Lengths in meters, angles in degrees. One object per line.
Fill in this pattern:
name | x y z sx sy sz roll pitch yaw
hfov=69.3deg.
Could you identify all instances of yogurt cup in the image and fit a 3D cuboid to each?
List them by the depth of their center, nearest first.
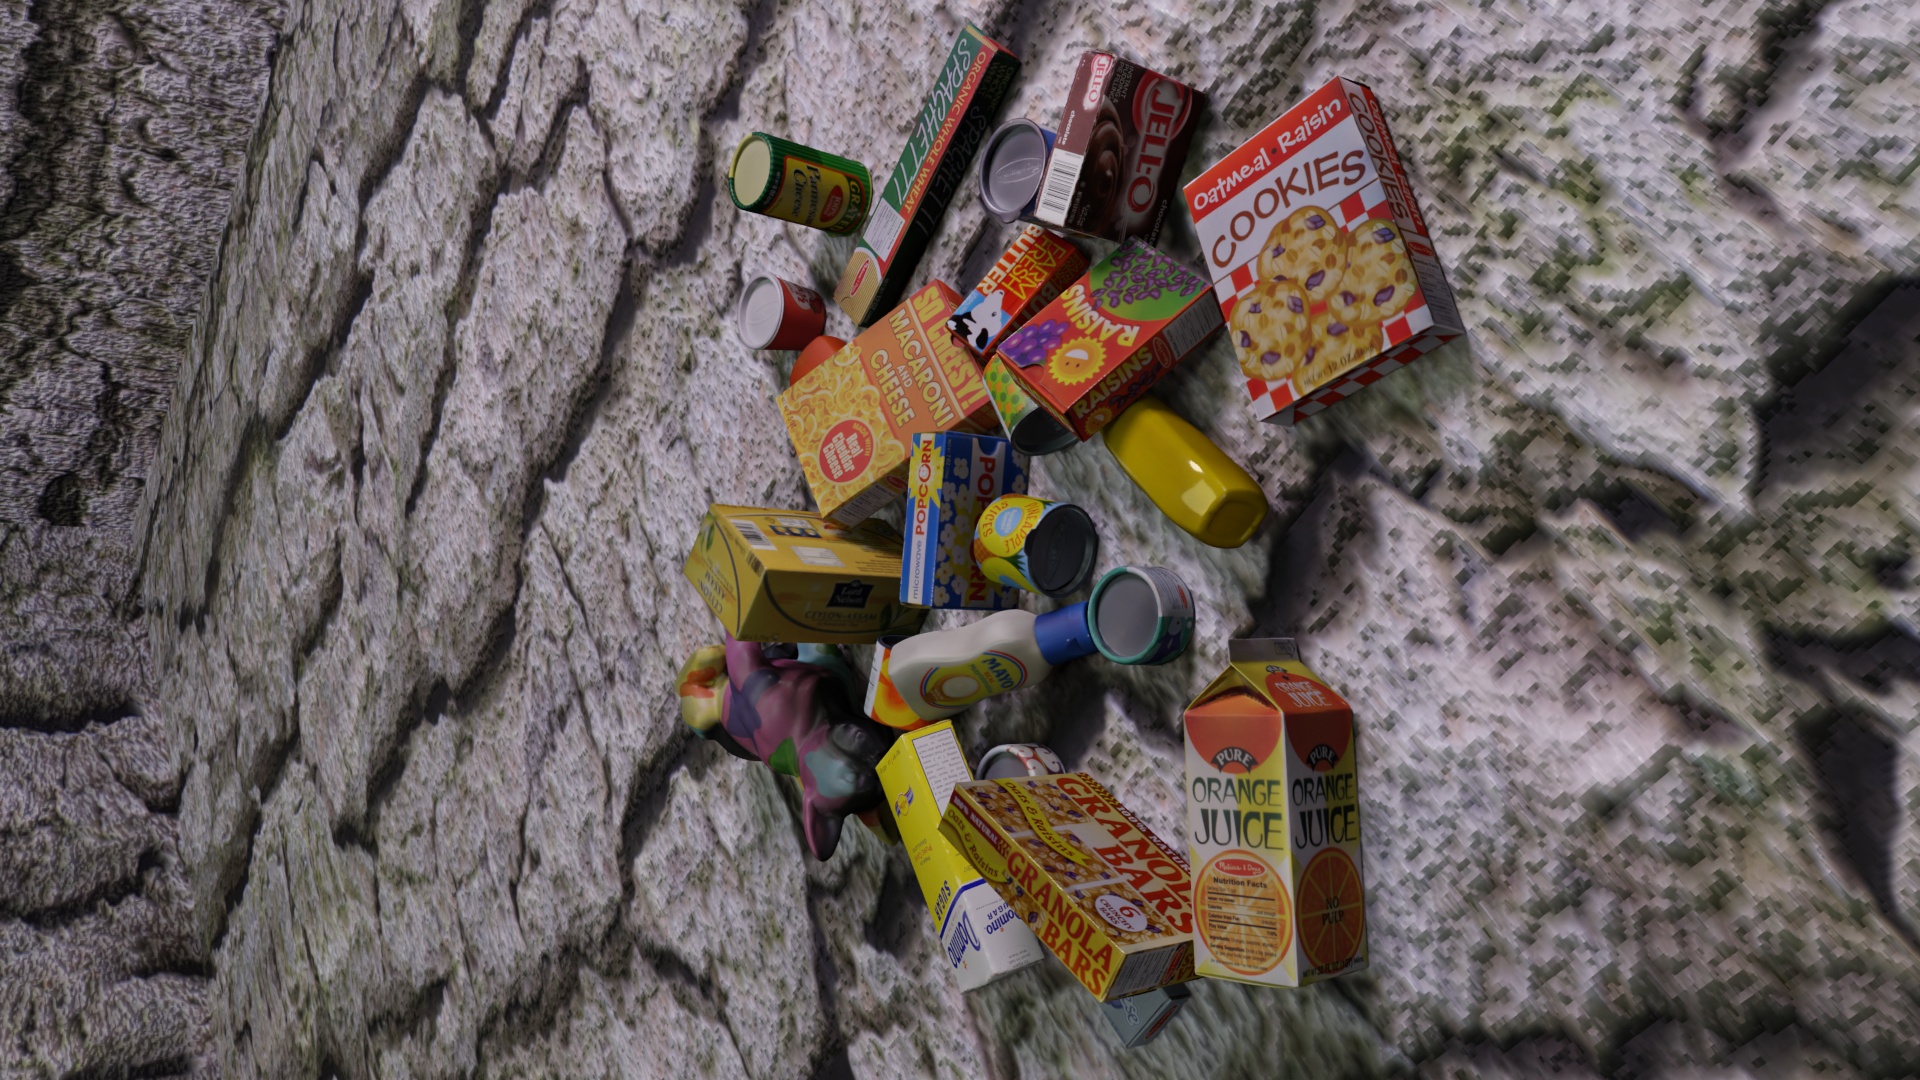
yogurt cup | -0.156 -0.198 1.221 0.072 0.054 0.072 -6 82 47

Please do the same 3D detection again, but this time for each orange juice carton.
orange juice carton | 0.180 0.152 0.805 0.073 0.072 0.193 -9 80 47

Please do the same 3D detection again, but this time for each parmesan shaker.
parmesan shaker | -0.136 -0.297 1.173 0.071 0.103 0.071 -5 83 47

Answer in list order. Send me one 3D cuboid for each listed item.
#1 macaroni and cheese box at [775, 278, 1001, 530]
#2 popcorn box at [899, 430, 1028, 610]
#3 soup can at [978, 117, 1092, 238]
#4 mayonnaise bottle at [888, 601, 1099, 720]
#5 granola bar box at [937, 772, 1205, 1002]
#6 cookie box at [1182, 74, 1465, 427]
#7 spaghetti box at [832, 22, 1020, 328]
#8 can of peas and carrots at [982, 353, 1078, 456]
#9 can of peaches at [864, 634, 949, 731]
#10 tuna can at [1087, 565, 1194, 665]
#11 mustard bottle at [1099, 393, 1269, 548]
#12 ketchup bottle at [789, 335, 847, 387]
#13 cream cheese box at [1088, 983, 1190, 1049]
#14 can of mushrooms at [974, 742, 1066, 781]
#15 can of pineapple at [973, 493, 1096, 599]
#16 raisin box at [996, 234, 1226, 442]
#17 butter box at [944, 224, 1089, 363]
macaroni and cheese box | -0.053 -0.104 1.070 0.166 0.040 0.124 -34 60 18
popcorn box | 0.004 -0.013 1.005 0.038 0.085 0.126 4 90 49
soup can | 0.064 -0.246 0.962 0.071 0.084 0.071 -6 82 48
mayonnaise bottle | 0.026 0.080 0.968 0.148 0.064 0.041 -19 35 22
granola bar box | 0.083 0.210 0.867 0.166 0.124 0.039 39 115 43
cookie box | 0.211 -0.170 0.827 0.122 0.040 0.168 -31 65 42
spaghetti box | -0.030 -0.285 1.111 0.050 0.029 0.249 51 122 37
can of peas and carrots | 0.057 -0.103 0.970 0.070 0.071 0.059 -45 55 35
can of peaches | -0.034 0.108 1.050 0.071 0.071 0.058 20 101 47
tuna can | 0.116 0.051 0.913 0.071 0.033 0.071 -6 81 47
mustard bottle | 0.130 -0.056 0.891 0.048 0.065 0.161 -57 42 18
ketchup bottle | -0.089 -0.103 1.146 0.064 0.043 0.149 -56 50 26
cream cheese box | 0.101 0.275 0.915 0.104 0.024 0.053 53 123 37
can of mushrooms | 0.043 0.179 0.981 0.071 0.033 0.071 -7 81 47
can of pineapple | 0.051 0.002 0.964 0.058 0.071 0.071 13 96 48
raisin box | 0.097 -0.132 0.901 0.123 0.040 0.086 -40 48 -3
butter box | 0.040 -0.177 0.999 0.103 0.024 0.053 -49 49 3
